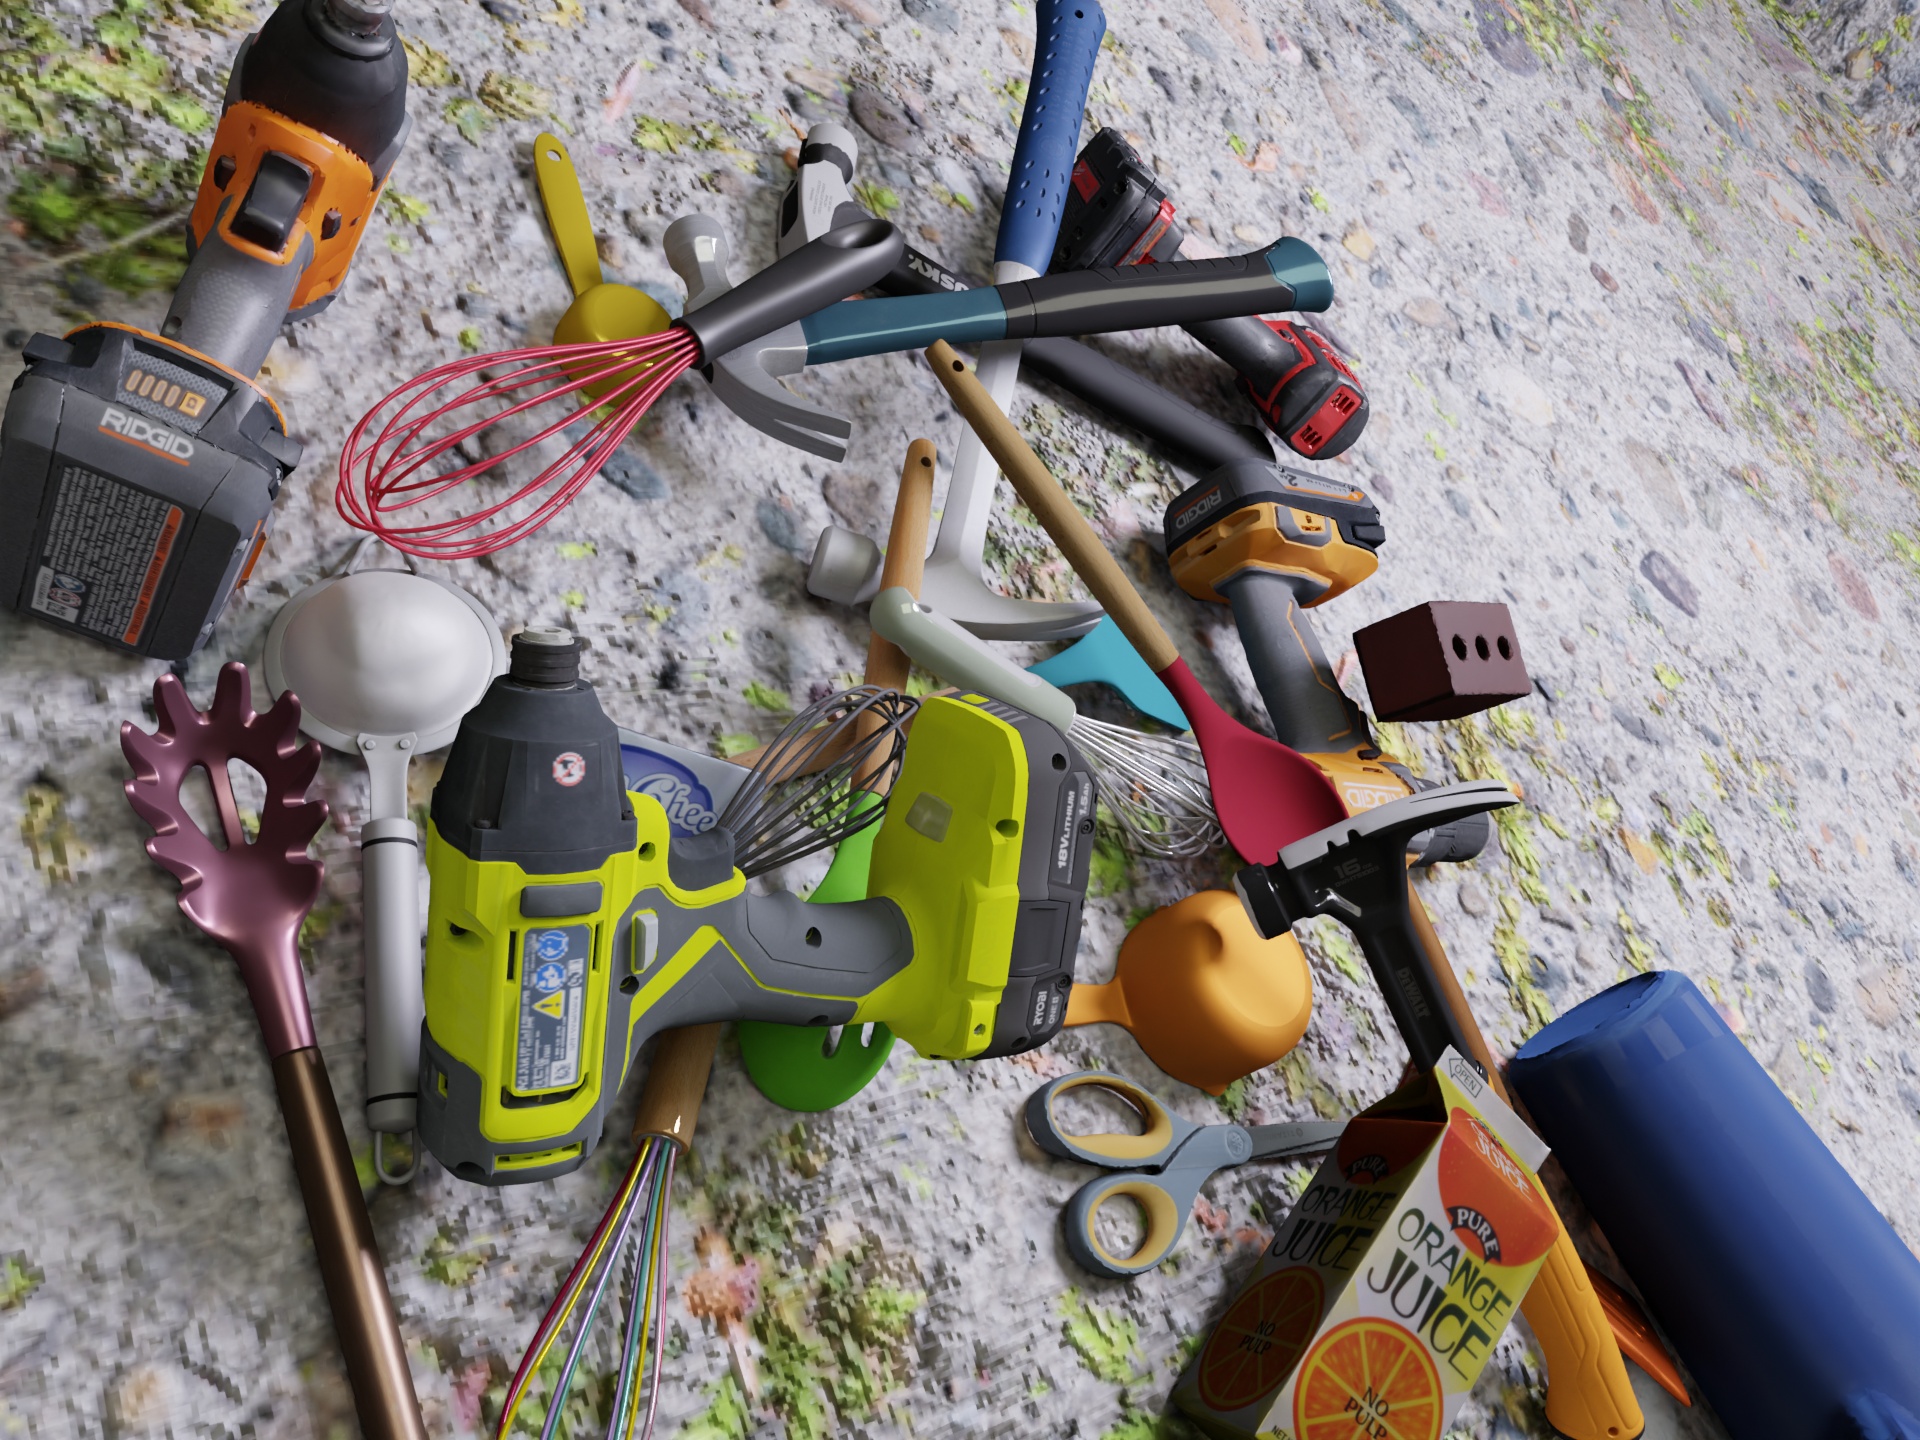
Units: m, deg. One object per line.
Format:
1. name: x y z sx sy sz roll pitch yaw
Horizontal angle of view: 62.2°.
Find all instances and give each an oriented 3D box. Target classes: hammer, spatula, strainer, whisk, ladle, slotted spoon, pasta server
1. hammer: 0.031 -0.203 0.781 0.331 0.033 0.128 -11 69 -17
2. spatula: 0.272 0.191 0.780 0.322 0.041 0.081 64 12 -10
3. strainer: -0.203 0.034 0.570 0.087 0.050 0.259 -2 67 -20
4. whisk: -0.112 0.166 0.554 0.047 0.051 0.245 24 48 -16
5. hammer: 0.033 -0.223 0.832 0.144 0.035 0.406 16 65 -11
6. spatula: -0.001 -0.002 0.755 0.317 0.044 0.082 -17 76 -37
7. hammer: 0.047 -0.208 0.908 0.334 0.035 0.146 23 51 -24
8. ladle: 0.081 -0.047 0.745 0.069 0.031 0.315 -43 100 -31
9. whisk: -0.130 -0.151 0.672 0.296 0.073 0.073 -38 89 -31
10. whisk: -0.097 0.063 0.595 0.239 0.055 0.055 -42 92 -26
11. whisk: 0.050 0.003 0.736 0.246 0.059 0.058 32 12 -36
12. slotted spoon: -0.038 0.009 0.681 0.070 0.031 0.314 21 61 -25
13. pasta server: -0.206 0.131 0.508 0.060 0.040 0.316 -13 73 -28
14. hammer: 0.249 0.192 0.732 0.034 0.127 0.336 -79 144 -76

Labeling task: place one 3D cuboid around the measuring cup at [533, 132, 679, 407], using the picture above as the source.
1. measuring cup: -0.173 -0.221 0.753 0.062 0.029 0.157 -7 70 -39

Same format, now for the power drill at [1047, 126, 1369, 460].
1. power drill: 0.150 -0.255 0.973 0.219 0.078 0.143 33 24 -23

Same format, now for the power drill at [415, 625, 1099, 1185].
1. power drill: -0.066 0.054 0.541 0.223 0.080 0.171 -1 106 -35

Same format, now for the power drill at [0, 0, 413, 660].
1. power drill: -0.256 -0.152 0.560 0.084 0.164 0.227 23 54 -24

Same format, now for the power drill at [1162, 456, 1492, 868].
1. power drill: 0.210 -0.020 0.886 0.185 0.084 0.226 7 64 -36

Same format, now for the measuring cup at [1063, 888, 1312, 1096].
1. measuring cup: 0.090 0.120 0.724 0.173 0.052 0.095 5 61 -37
